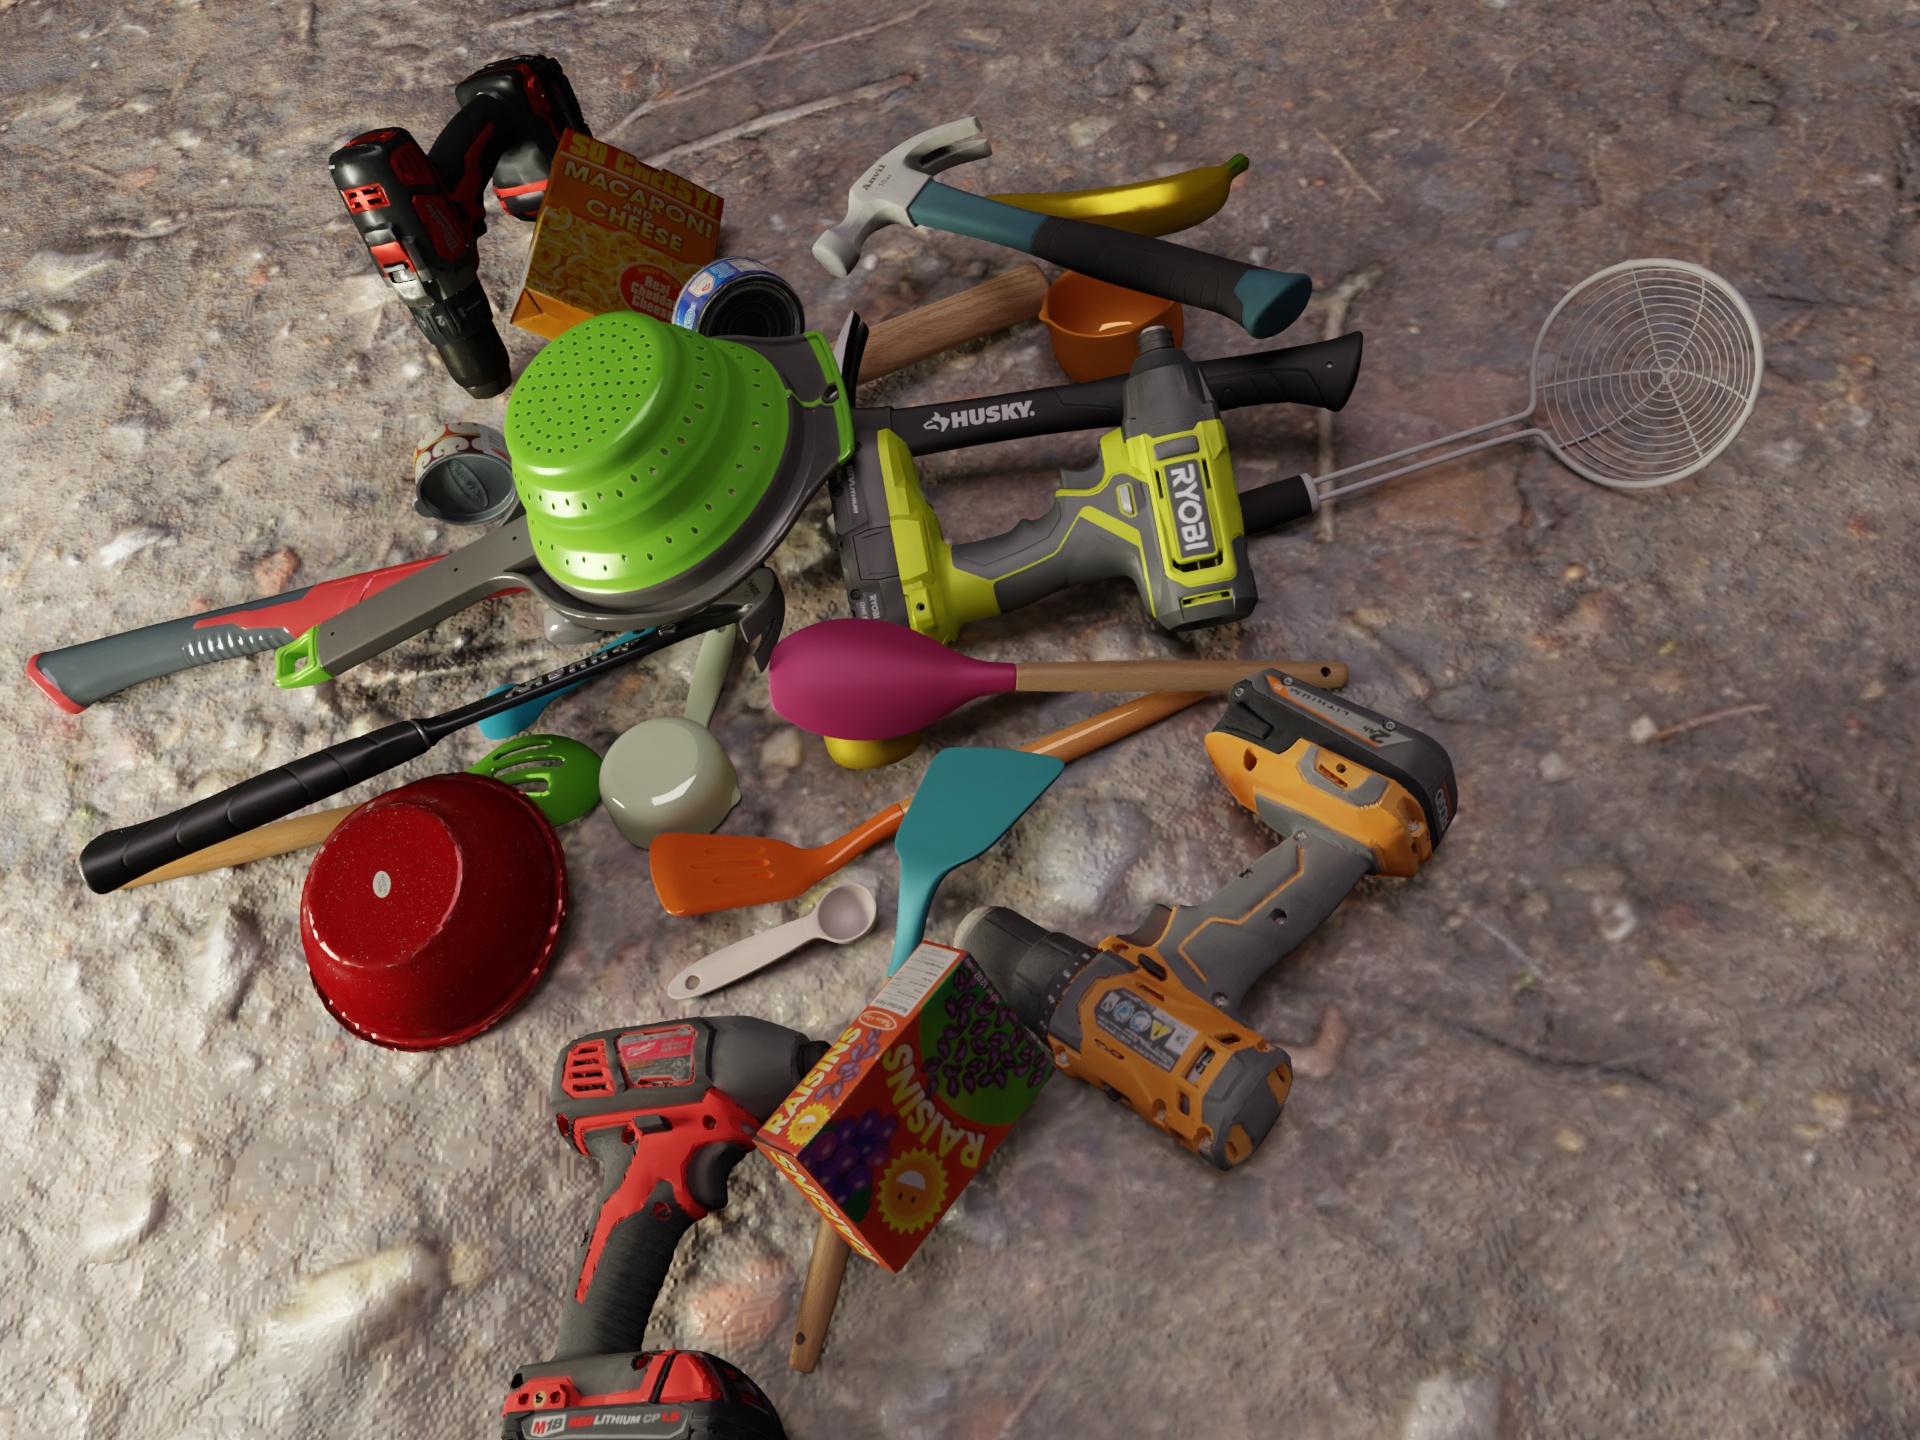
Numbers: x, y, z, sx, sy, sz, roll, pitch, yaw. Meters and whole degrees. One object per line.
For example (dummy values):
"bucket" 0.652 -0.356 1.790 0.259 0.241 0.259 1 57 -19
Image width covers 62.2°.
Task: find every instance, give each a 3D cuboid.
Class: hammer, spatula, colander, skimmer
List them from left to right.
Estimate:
"hammer" -0.419 -0.084 1.024 0.386 0.038 0.143 -12 76 8
"hammer" -0.288 0.004 0.894 0.409 0.036 0.149 -23 24 -8
"colander" -0.258 -0.126 0.910 0.397 0.094 0.205 -25 55 12
"hammer" -0.091 -0.230 1.040 0.331 0.130 0.031 -25 13 -13
"spatula" -0.028 0.156 0.782 0.082 0.044 0.318 5 72 36
"spatula" -0.012 0.036 0.875 0.322 0.041 0.081 -23 31 -5
"hammer" 0.062 -0.294 0.980 0.331 0.033 0.128 27 76 32
"hammer" 0.074 -0.196 0.964 0.335 0.035 0.146 -7 83 12
"skimmer" 0.262 -0.156 0.909 0.363 0.090 0.127 -18 86 3

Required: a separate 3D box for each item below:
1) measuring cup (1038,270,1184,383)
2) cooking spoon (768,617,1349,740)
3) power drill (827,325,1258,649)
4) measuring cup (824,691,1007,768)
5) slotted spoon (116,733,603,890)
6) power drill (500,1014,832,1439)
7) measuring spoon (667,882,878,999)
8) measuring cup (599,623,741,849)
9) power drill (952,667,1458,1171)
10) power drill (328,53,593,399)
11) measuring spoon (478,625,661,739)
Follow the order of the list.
"measuring cup" 0.091 -0.283 1.055 0.095 0.052 0.174 -18 45 1
"cooking spoon" 0.055 -0.025 0.870 0.319 0.017 0.069 0 78 -5
"power drill" 0.045 -0.123 0.911 0.223 0.080 0.171 -11 85 8
"measuring cup" -0.001 -0.003 0.906 0.156 0.029 0.062 -12 19 -10
"slotted spoon" -0.364 0.061 0.945 0.314 0.031 0.070 -13 52 5
"power drill" -0.131 0.242 0.743 0.143 0.078 0.220 -11 52 15
"measuring spoon" -0.100 0.124 0.857 0.124 0.018 0.034 -24 56 4
"measuring cup" -0.162 -0.005 0.935 0.083 0.038 0.168 3 58 14
"power drill" 0.118 0.084 0.795 0.185 0.084 0.226 27 72 35
"power drill" -0.339 -0.358 1.142 0.080 0.187 0.227 -3 39 23
"measuring spoon" -0.241 -0.033 0.976 0.128 0.021 0.042 -35 37 -14
